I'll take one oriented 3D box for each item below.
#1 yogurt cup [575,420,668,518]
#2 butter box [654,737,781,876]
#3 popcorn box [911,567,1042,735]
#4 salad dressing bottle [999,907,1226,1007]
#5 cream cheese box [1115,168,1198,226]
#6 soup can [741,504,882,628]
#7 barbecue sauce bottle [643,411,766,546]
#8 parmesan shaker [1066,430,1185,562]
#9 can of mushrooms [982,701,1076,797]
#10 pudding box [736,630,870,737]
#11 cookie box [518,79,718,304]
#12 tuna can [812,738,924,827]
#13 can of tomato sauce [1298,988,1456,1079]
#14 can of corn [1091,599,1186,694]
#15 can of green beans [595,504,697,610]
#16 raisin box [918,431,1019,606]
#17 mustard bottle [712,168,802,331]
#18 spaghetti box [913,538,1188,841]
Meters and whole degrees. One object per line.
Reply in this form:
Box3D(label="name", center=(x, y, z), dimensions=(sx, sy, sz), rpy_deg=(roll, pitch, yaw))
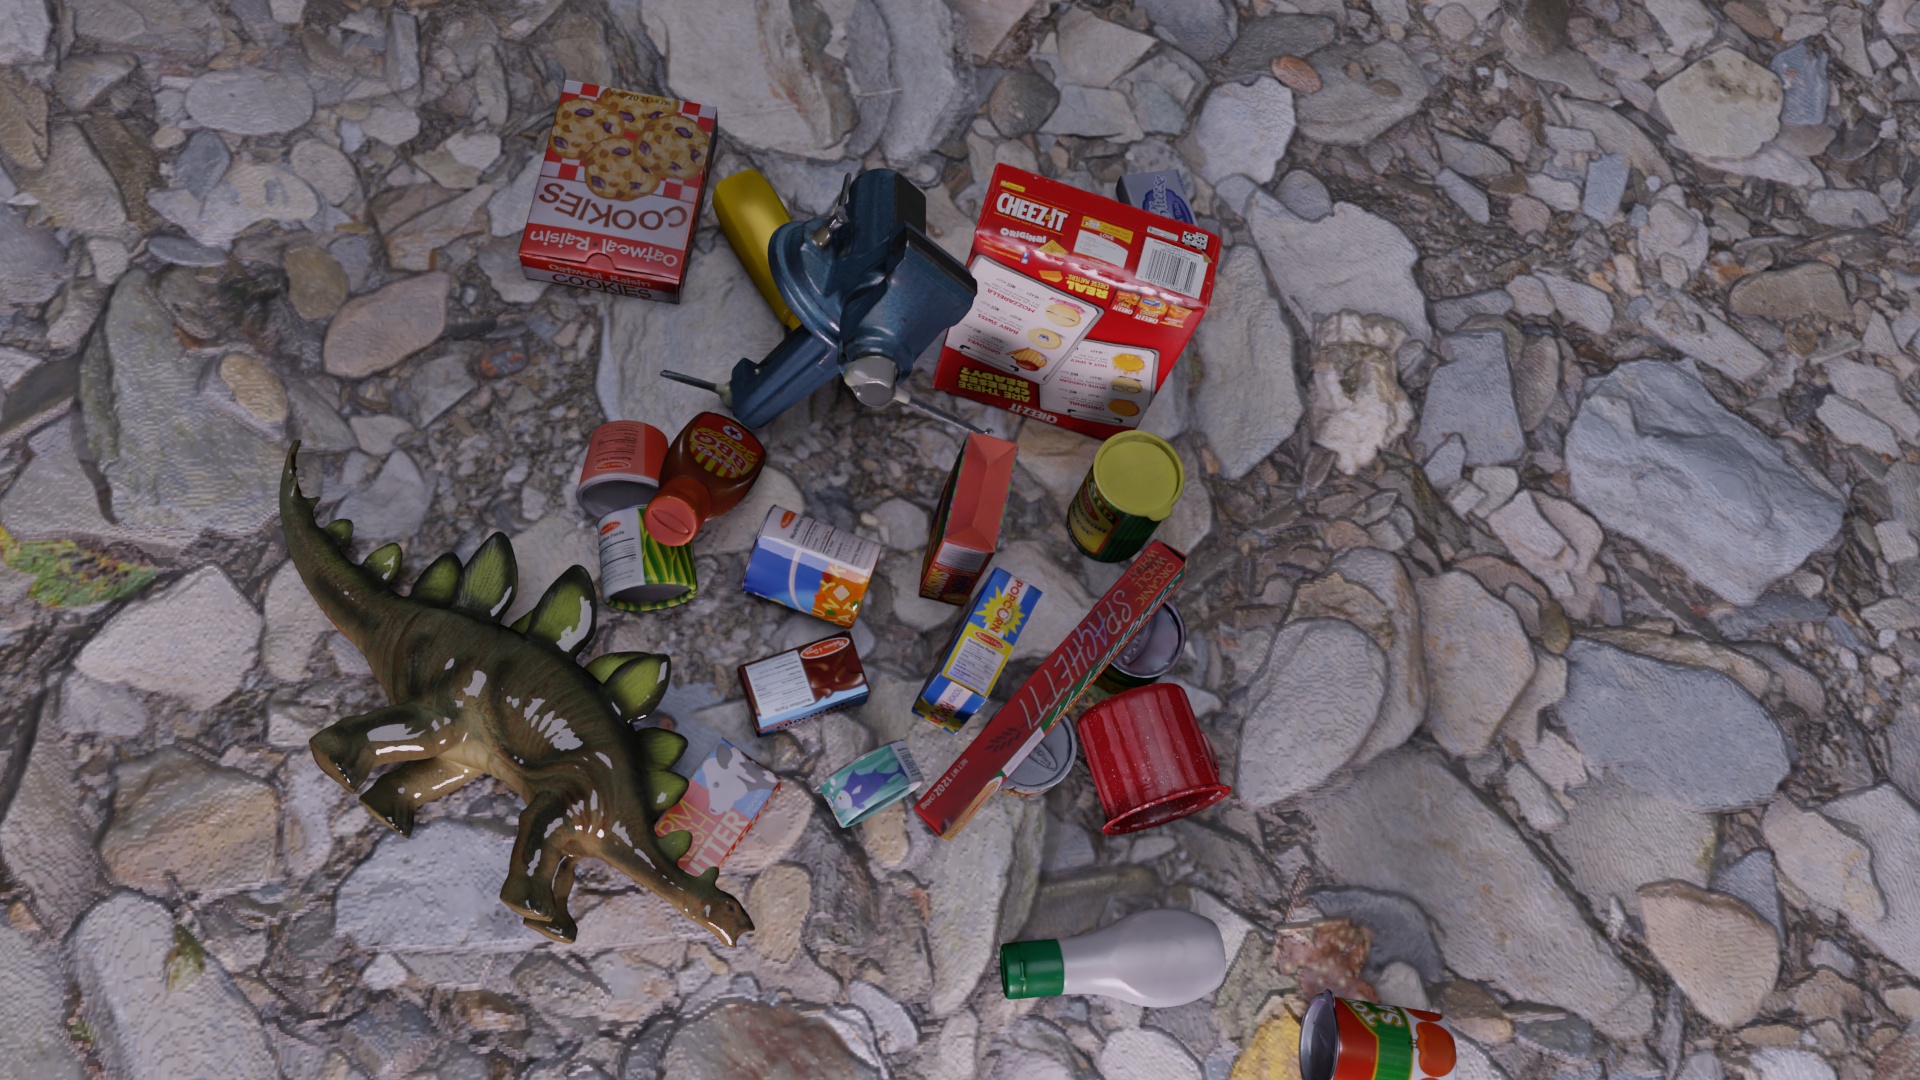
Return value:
Box3D(label="yogurt cup", center=(-0.240, -0.050, 1.002), dimensions=(0.072, 0.072, 0.054), rpy_deg=(2, 61, -8))
Box3D(label="butter box", center=(-0.172, 0.191, 0.939), dimensions=(0.053, 0.024, 0.104), rpy_deg=(33, 68, 6))
Box3D(label="popcorn box", center=(0.009, 0.078, 0.956), dimensions=(0.038, 0.126, 0.085), rpy_deg=(28, 68, 0))
Box3D(label="salad dressing bottle", center=(0.101, 0.283, 0.935), dimensions=(0.148, 0.044, 0.064), rpy_deg=(-2, 71, -8))
Box3D(label="cream cheese box", center=(0.171, -0.262, 1.167), dimensions=(0.053, 0.024, 0.104), rpy_deg=(-11, 71, -12))
Box3D(label="soup can", center=(-0.107, 0.021, 0.995), dimensions=(0.084, 0.071, 0.071), rpy_deg=(20, 68, -1))
Box3D(label="barbecue sauce bottle", center=(-0.182, -0.041, 0.970), dimensions=(0.065, 0.043, 0.149), rpy_deg=(33, 23, -9))
Box3D(label="parmesan shaker", center=(0.121, -0.028, 1.026), dimensions=(0.071, 0.102, 0.071), rpy_deg=(3, 69, -7))
Box3D(label="can of mushrooms", center=(0.045, 0.148, 0.984), dimensions=(0.071, 0.033, 0.071), rpy_deg=(3, 69, -8))
Box3D(label="pudding box", center=(-0.110, 0.102, 0.980), dimensions=(0.084, 0.030, 0.050), rpy_deg=(-18, 72, -15))
Box3D(label="cookie box", center=(-0.267, -0.277, 1.097), dimensions=(0.123, 0.040, 0.168), rpy_deg=(9, 68, -5))
Box3D(label="tuna can", center=(-0.062, 0.166, 0.943), dimensions=(0.071, 0.070, 0.033), rpy_deg=(-26, 76, -17))
Box3D(label="can of tomato sauce", center=(0.278, 0.341, 0.926), dimensions=(0.083, 0.071, 0.071), rpy_deg=(11, 68, -5))
Box3D(label="can of corn", center=(0.122, 0.074, 1.011), dimensions=(0.071, 0.058, 0.071), rpy_deg=(3, 69, -7))
Box3D(label="can of green beans", center=(-0.221, 0.013, 0.979), dimensions=(0.071, 0.071, 0.058), rpy_deg=(-6, 71, -11))
Box3D(label="raisin box", center=(0.004, -0.012, 0.991), dimensions=(0.040, 0.123, 0.086), rpy_deg=(14, 68, -5))
Box3D(label="mustard bottle", center=(-0.137, -0.210, 1.082), dimensions=(0.049, 0.065, 0.160), rpy_deg=(-30, 83, -13))
Box3D(label="spaghetti box", center=(0.064, 0.101, 0.944), dimensions=(0.029, 0.050, 0.250), rpy_deg=(40, 81, 16))
